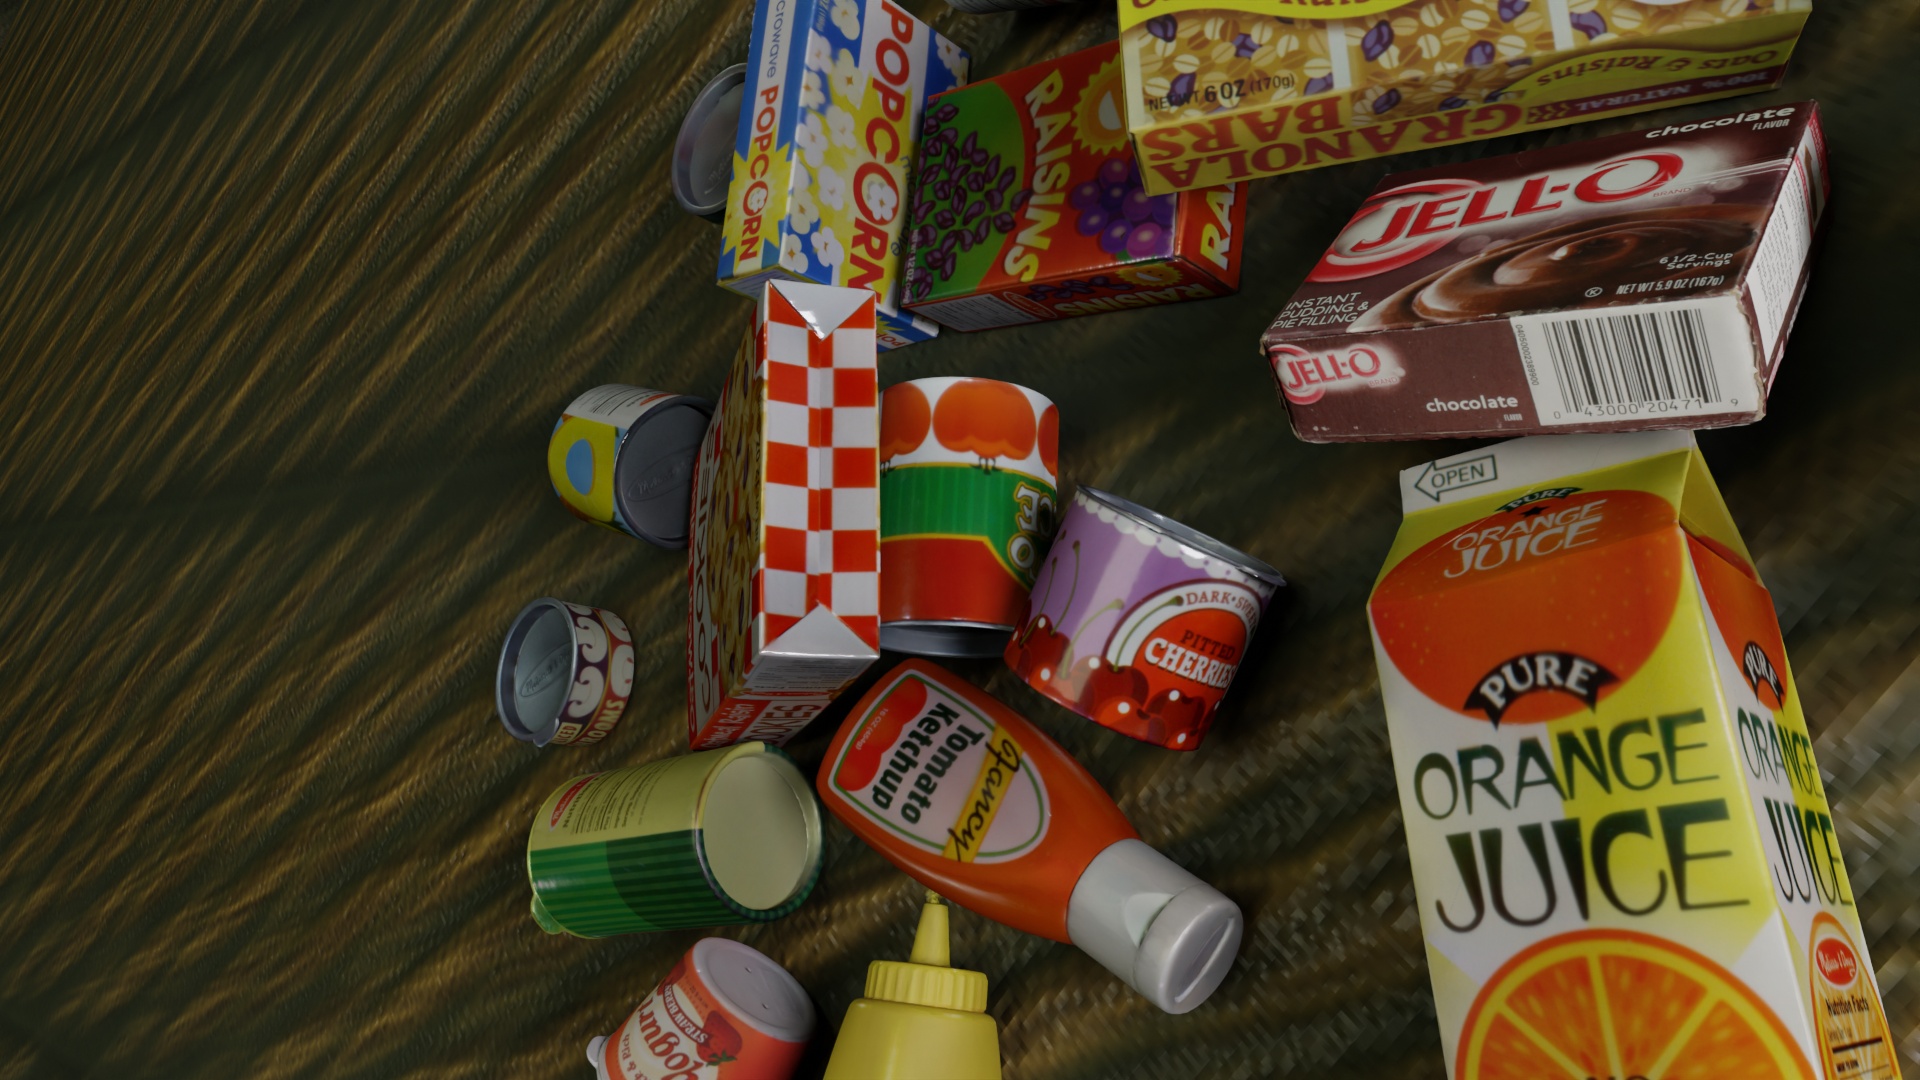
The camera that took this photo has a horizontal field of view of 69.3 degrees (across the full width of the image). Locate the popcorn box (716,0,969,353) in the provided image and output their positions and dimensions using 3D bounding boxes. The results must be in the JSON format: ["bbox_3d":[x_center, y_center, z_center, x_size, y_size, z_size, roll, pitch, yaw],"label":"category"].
[{"bbox_3d":[-0.043,-0.147,0.538,0.038,0.085,0.127,-4,75,41],"label":"popcorn box"}]

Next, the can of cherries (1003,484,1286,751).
[{"bbox_3d":[0.055,0.023,0.412,0.071,0.071,0.058,31,100,43],"label":"can of cherries"}]

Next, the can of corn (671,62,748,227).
[{"bbox_3d":[-0.079,-0.158,0.593,0.071,0.058,0.071,-13,69,39],"label":"can of corn"}]

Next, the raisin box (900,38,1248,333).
[{"bbox_3d":[0.039,-0.125,0.489,0.123,0.040,0.086,-1,77,42],"label":"raisin box"}]

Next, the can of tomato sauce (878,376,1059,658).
[{"bbox_3d":[0.002,-0.006,0.472,0.071,0.071,0.083,-10,71,41],"label":"can of tomato sauce"}]

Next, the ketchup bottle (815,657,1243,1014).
[{"bbox_3d":[0.020,0.093,0.439,0.149,0.043,0.065,27,75,43],"label":"ketchup bottle"}]

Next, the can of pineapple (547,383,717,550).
[{"bbox_3d":[-0.136,-0.031,0.604,0.058,0.071,0.071,14,88,44],"label":"can of pineapple"}]

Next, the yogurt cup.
[{"bbox_3d":[-0.088,0.182,0.501,0.072,0.072,0.054,39,97,42],"label":"yogurt cup"}]

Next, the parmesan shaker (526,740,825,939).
[{"bbox_3d":[-0.111,0.119,0.535,0.103,0.071,0.071,-16,68,38],"label":"parmesan shaker"}]

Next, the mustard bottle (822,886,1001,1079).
[{"bbox_3d":[-0.016,0.185,0.436,0.048,0.065,0.161,-13,63,43],"label":"mustard bottle"}]

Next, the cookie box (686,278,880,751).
[{"bbox_3d":[-0.068,0.001,0.497,0.166,0.040,0.123,135,136,-65],"label":"cookie box"}]

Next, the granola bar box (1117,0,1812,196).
[{"bbox_3d":[0.125,-0.170,0.379,0.165,0.039,0.124,-6,72,15],"label":"granola bar box"}]

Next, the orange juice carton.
[{"bbox_3d":[0.148,0.063,0.312,0.071,0.073,0.193,-20,65,38],"label":"orange juice carton"}]

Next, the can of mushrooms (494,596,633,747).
[{"bbox_3d":[-0.183,0.063,0.641,0.071,0.033,0.071,-14,69,39],"label":"can of mushrooms"}]

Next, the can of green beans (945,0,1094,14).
[{"bbox_3d":[0.024,-0.232,0.515,0.058,0.071,0.071,13,87,44],"label":"can of green beans"}]
